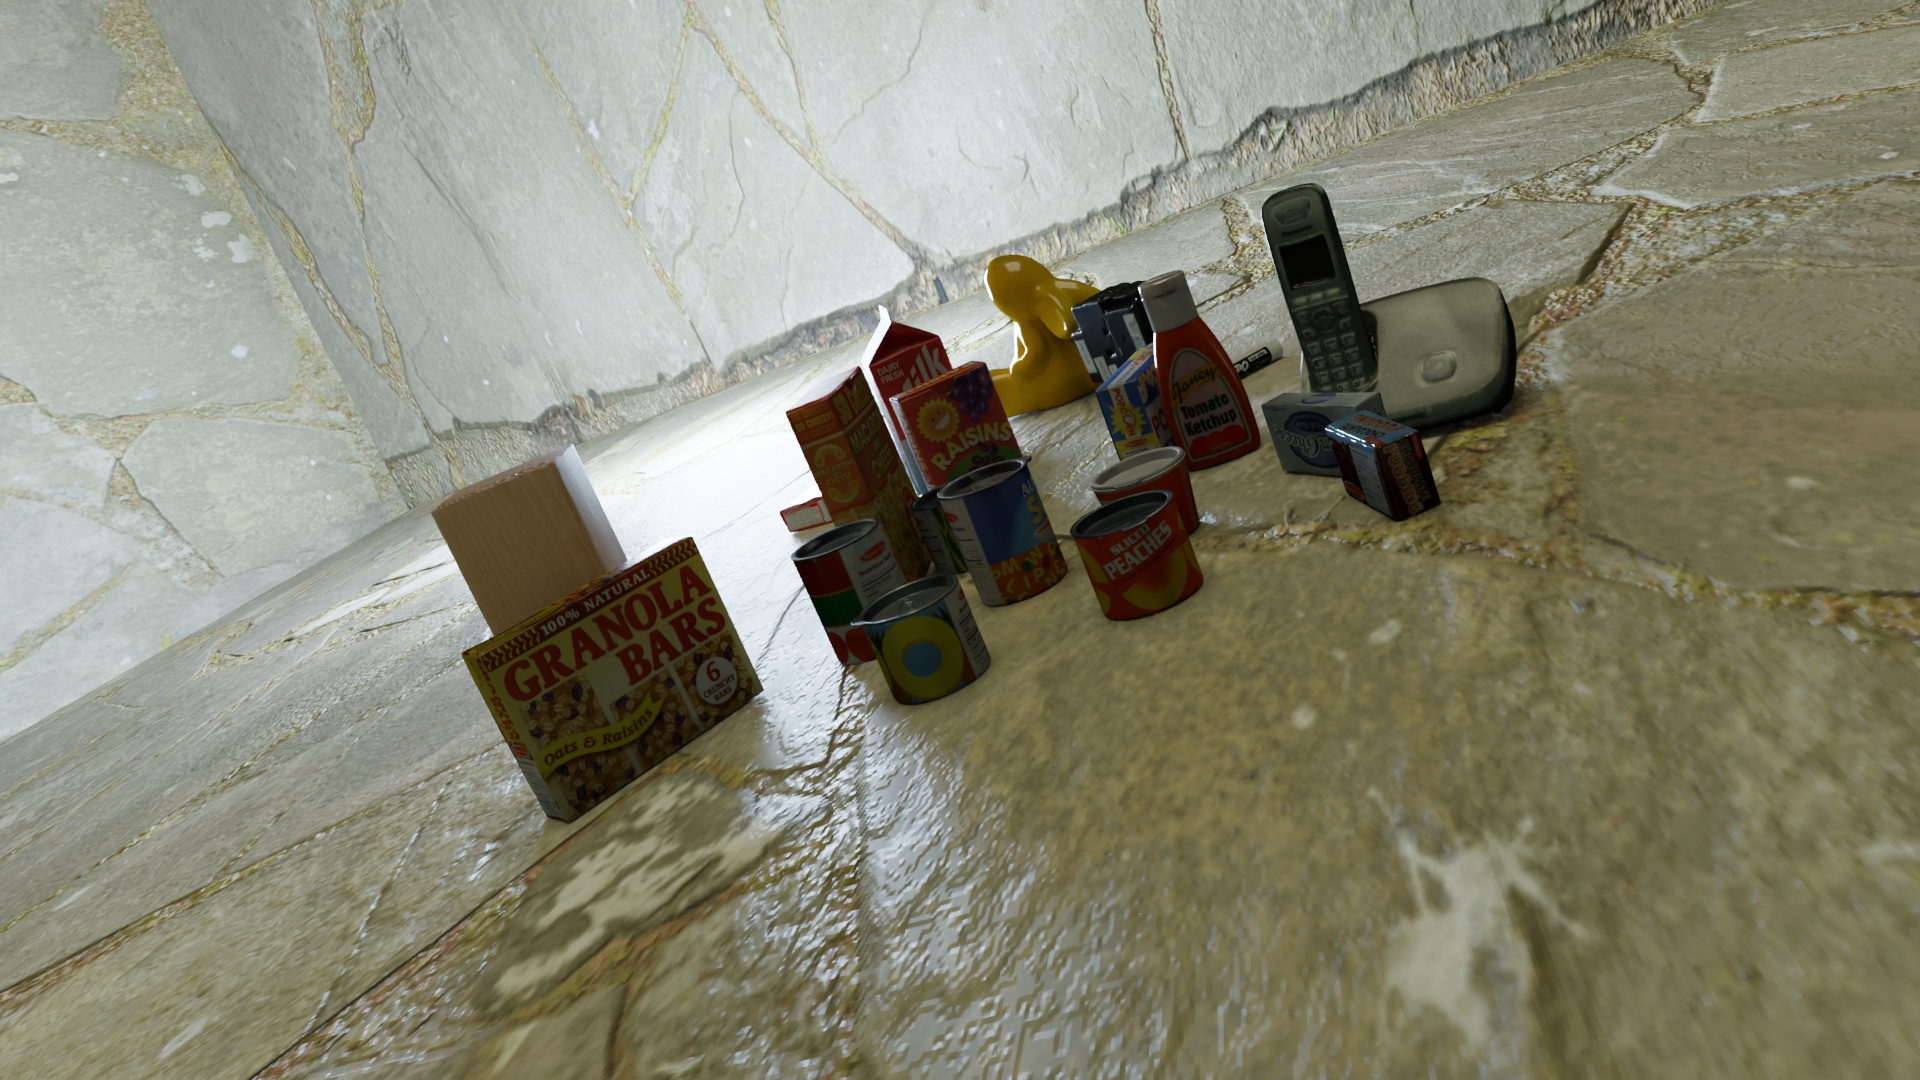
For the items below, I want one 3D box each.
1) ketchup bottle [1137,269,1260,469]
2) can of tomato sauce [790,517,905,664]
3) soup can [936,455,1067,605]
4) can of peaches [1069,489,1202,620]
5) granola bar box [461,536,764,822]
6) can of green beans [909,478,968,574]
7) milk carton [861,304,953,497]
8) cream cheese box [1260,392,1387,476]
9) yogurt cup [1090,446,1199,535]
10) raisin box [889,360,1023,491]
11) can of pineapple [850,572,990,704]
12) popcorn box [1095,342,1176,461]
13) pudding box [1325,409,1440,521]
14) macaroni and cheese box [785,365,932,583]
[{"bbox_3d":[0.178,-0.132,1.065,0.064,0.148,0.044,-19,14,14],"label":"ketchup bottle"},{"bbox_3d":[-0.073,0.035,0.968,0.071,0.083,0.071,-21,14,6],"label":"can of tomato sauce"},{"bbox_3d":[0.032,-0.007,0.962,0.071,0.083,0.071,-21,14,6],"label":"soup can"},{"bbox_3d":[0.107,0.009,0.843,0.071,0.058,0.071,-21,14,6],"label":"can of peaches"},{"bbox_3d":[-0.227,0.089,0.924,0.166,0.124,0.039,-33,17,-37],"label":"granola bar box"},{"bbox_3d":[0.002,-0.013,1.082,0.071,0.057,0.071,-21,14,6],"label":"can of green beans"},{"bbox_3d":[-0.037,-0.130,1.296,0.073,0.190,0.072,-24,14,-5],"label":"milk carton"},{"bbox_3d":[0.248,-0.071,0.932,0.024,0.053,0.104,-27,15,-18],"label":"cream cheese box"},{"bbox_3d":[0.129,-0.027,0.949,0.072,0.054,0.072,-21,14,6],"label":"yogurt cup"},{"bbox_3d":[0.002,-0.084,1.209,0.086,0.123,0.040,-25,14,-11],"label":"raisin box"},{"bbox_3d":[-0.023,0.061,0.853,0.071,0.057,0.071,-21,14,6],"label":"can of pineapple"},{"bbox_3d":[0.158,-0.107,1.131,0.038,0.085,0.127,-15,16,30],"label":"popcorn box"},{"bbox_3d":[0.254,-0.047,0.841,0.030,0.049,0.084,-23,14,0],"label":"pudding box"},{"bbox_3d":[-0.073,-0.045,1.092,0.040,0.166,0.124,-19,14,13],"label":"macaroni and cheese box"}]
